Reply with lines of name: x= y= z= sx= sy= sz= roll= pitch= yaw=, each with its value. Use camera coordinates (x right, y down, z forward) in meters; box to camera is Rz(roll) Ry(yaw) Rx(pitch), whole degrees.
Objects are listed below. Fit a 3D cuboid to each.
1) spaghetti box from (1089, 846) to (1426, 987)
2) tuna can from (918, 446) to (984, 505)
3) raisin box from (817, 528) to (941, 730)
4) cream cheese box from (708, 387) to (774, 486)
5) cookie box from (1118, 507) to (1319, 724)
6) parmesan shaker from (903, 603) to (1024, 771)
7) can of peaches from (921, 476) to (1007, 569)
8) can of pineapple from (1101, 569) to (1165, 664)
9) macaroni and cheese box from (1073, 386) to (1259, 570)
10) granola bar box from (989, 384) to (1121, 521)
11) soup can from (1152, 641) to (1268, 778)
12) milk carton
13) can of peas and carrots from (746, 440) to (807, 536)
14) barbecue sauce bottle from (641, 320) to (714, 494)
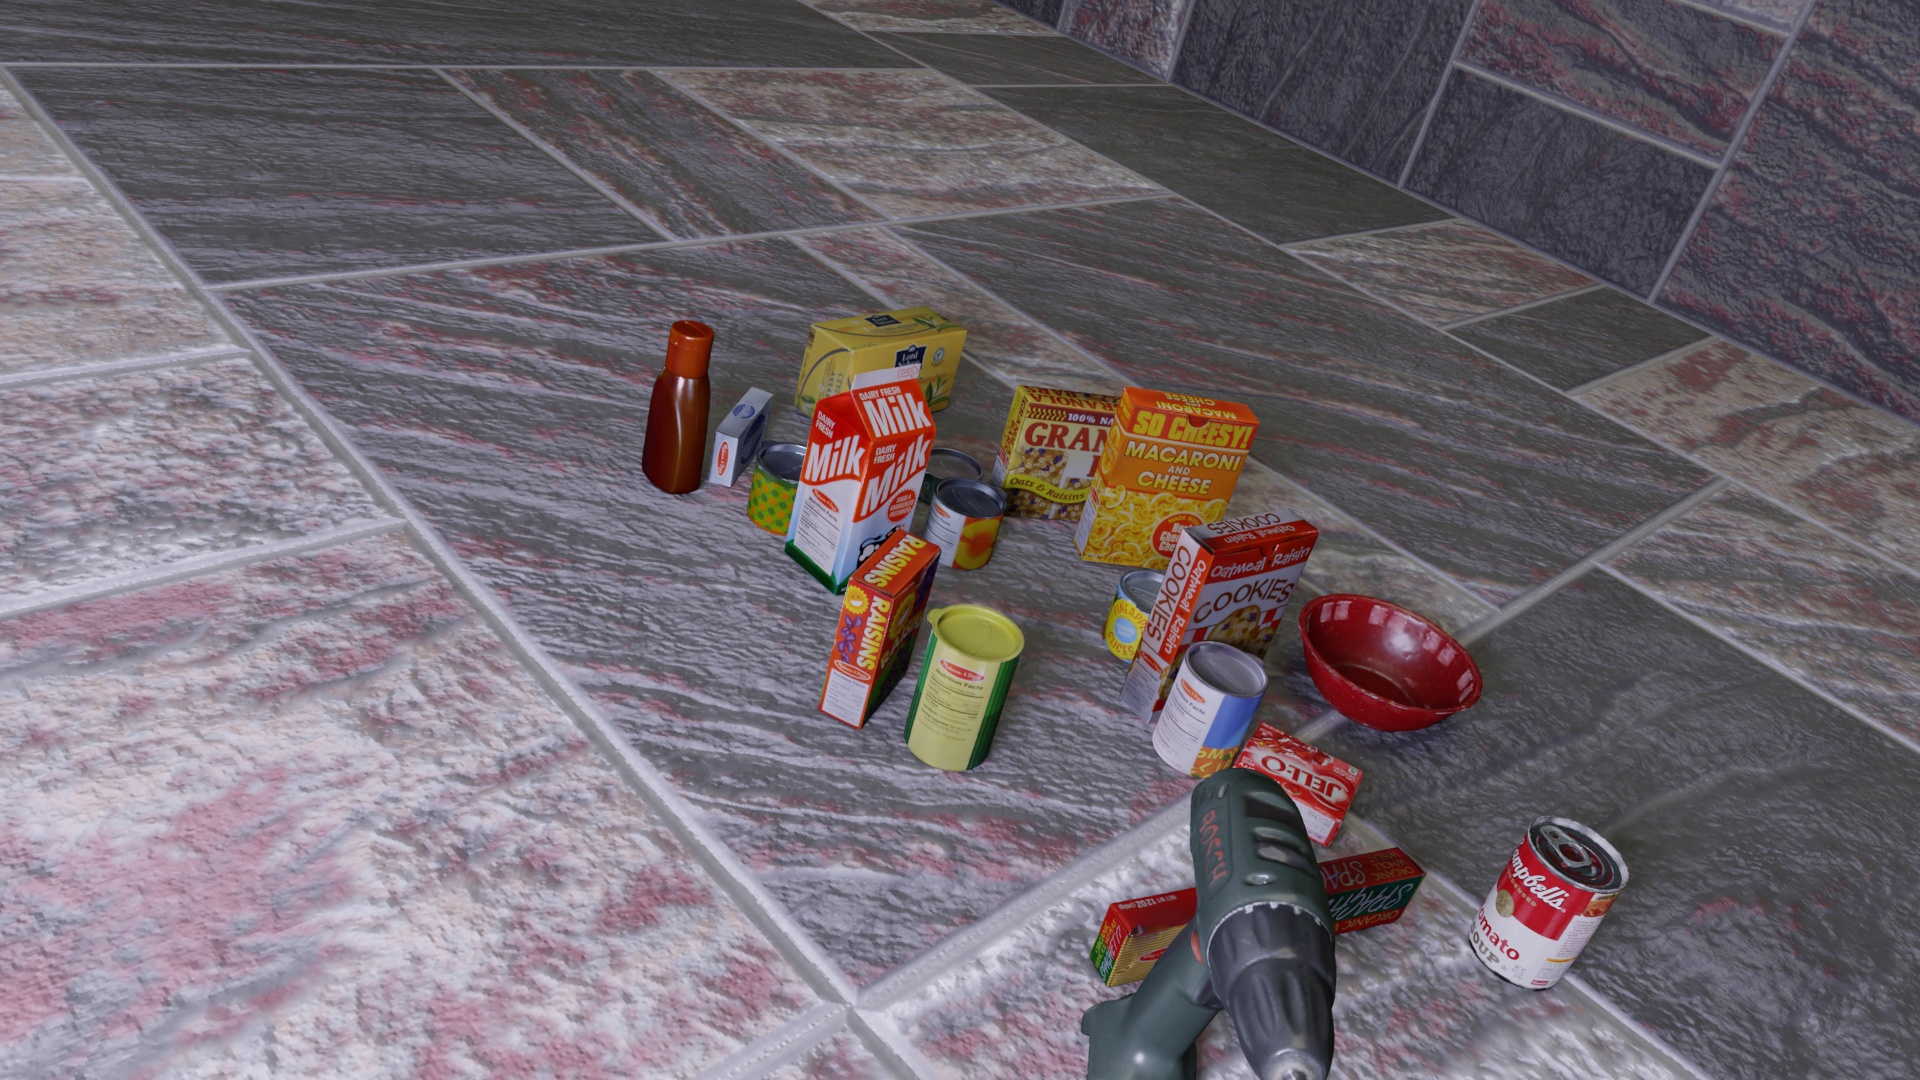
spaghetti box: x=0.200 y=0.246 z=0.916 sx=0.251 sy=0.050 sz=0.029 roll=-3 pitch=36 yaw=-28
tuna can: x=-0.015 y=-0.059 z=1.323 sx=0.071 sy=0.032 sz=0.071 roll=12 pitch=31 yaw=-7
raisin box: x=-0.059 y=0.064 z=1.018 sx=0.040 sy=0.122 sz=0.086 roll=24 pitch=32 yaw=13
cream cheese box: x=-0.202 y=-0.096 z=1.277 sx=0.024 sy=0.053 sz=0.104 roll=18 pitch=31 yaw=3
cookie box: x=0.205 y=0.059 z=1.103 sx=0.123 sy=0.166 sz=0.040 roll=-10 pitch=40 yaw=-37
parmesan shaker: x=-0.001 y=0.105 z=0.999 sx=0.071 sy=0.102 sz=0.071 roll=12 pitch=31 yaw=-7
can of peaches: x=0.004 y=-0.016 z=1.238 sx=0.071 sy=0.057 sz=0.071 roll=12 pitch=31 yaw=-7
can of pineapple: x=0.157 y=0.067 z=1.176 sx=0.071 sy=0.057 sz=0.071 roll=12 pitch=31 yaw=-7
macaroni and cheese box: x=0.187 y=-0.052 z=1.275 sx=0.124 sy=0.165 sz=0.040 roll=6 pitch=32 yaw=-15
granola bar box: x=0.121 y=-0.078 z=1.327 sx=0.166 sy=0.123 sz=0.039 roll=5 pitch=33 yaw=-18
soup can: x=0.193 y=0.130 z=1.066 sx=0.071 sy=0.083 sz=0.072 roll=12 pitch=31 yaw=-7
milk carton: x=-0.079 y=-0.057 z=1.137 sx=0.072 sy=0.189 sz=0.073 roll=-17 pitch=44 yaw=-43
can of peas and carrots: x=-0.152 y=-0.046 z=1.214 sx=0.071 sy=0.058 sz=0.071 roll=12 pitch=31 yaw=-7
barbecue sauce bottle: x=-0.242 y=-0.116 z=1.199 sx=0.044 sy=0.147 sz=0.065 roll=-13 pitch=41 yaw=-39
